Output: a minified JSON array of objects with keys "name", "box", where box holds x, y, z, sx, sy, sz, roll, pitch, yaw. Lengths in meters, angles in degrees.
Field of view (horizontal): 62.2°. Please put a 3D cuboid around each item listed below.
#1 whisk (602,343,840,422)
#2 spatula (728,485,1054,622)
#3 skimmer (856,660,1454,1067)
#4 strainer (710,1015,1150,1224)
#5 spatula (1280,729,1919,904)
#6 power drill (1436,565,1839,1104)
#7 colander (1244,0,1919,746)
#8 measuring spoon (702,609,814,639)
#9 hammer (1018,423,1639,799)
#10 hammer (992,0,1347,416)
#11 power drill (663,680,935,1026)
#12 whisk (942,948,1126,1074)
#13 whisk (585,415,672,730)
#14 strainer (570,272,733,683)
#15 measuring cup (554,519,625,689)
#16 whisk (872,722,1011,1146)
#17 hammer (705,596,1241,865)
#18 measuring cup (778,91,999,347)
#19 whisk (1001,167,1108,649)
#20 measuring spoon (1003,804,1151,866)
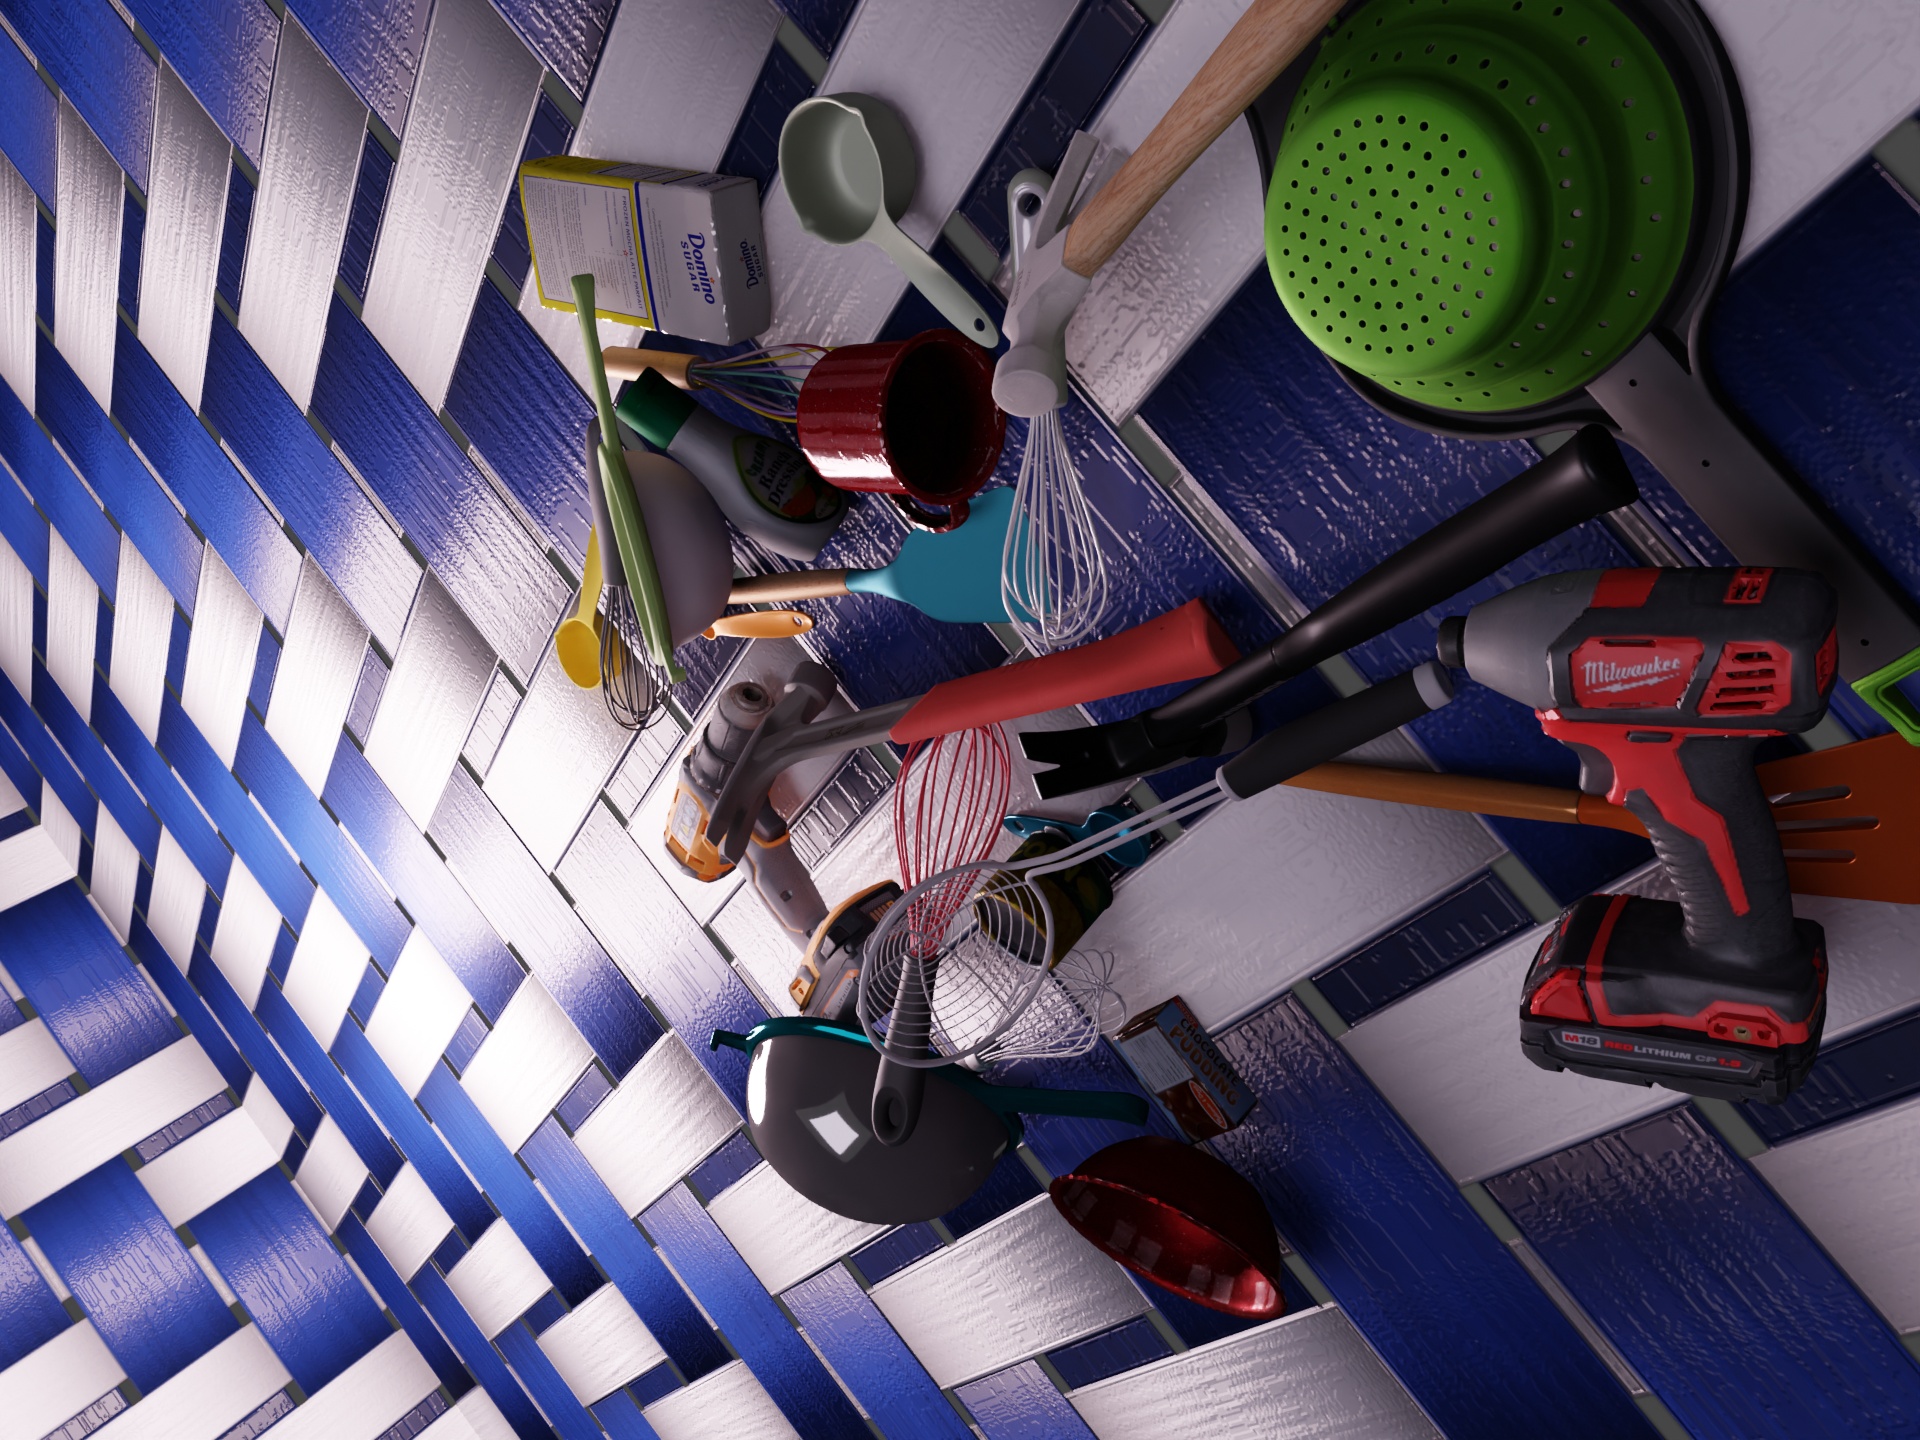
[{"name":"whisk","box":[-0.147,-0.216,0.989,0.245,0.051,0.047,18,104,42]},{"name":"spatula","box":[-0.074,-0.090,1.007,0.318,0.044,0.082,2,117,49]},{"name":"skimmer","box":[0.096,0.082,0.831,0.363,0.090,0.127,-29,137,31]},{"name":"strainer","box":[-0.021,0.290,1.079,0.340,0.095,0.210,-10,138,43]},{"name":"spatula","box":[0.273,0.034,0.746,0.323,0.041,0.081,7,120,47]},{"name":"power drill","box":[0.275,0.040,0.645,0.143,0.078,0.219,3,121,35]},{"name":"colander","box":[0.238,-0.136,0.614,0.397,0.094,0.204,51,139,7]},{"name":"measuring spoon","box":[-0.141,-0.068,1.097,0.117,0.011,0.021,0,124,41]},{"name":"hammer","box":[0.153,-0.036,0.692,0.334,0.146,0.035,-37,69,56]},{"name":"hammer","box":[0.111,-0.261,0.637,0.031,0.130,0.331,23,145,-21]},{"name":"power drill","box":[-0.118,0.095,1.127,0.226,0.084,0.185,45,137,20]},{"name":"whisk","box":[0.030,0.217,1.079,0.070,0.070,0.284,52,144,5]},{"name":"whisk","box":[-0.244,-0.103,1.150,0.055,0.055,0.238,18,121,36]},{"name":"strainer","box":[-0.194,-0.163,1.028,0.152,0.069,0.256,-128,28,-59]},{"name":"measuring cup","box":[-0.269,-0.095,1.199,0.062,0.029,0.156,33,122,26]},{"name":"whisk","box":[-0.020,0.129,0.996,0.073,0.073,0.296,17,102,37]},{"name":"hammer","box":[-0.001,-0.003,0.920,0.359,0.149,0.036,-13,132,41]},{"name":"measuring cup","box":[-0.028,-0.262,0.841,0.167,0.038,0.083,48,139,8]},{"name":"whisk","box":[0.043,-0.155,0.821,0.058,0.059,0.246,0,109,14]},{"name":"measuring spoon","box":[0.071,0.063,0.970,0.129,0.021,0.042,3,129,53]}]
